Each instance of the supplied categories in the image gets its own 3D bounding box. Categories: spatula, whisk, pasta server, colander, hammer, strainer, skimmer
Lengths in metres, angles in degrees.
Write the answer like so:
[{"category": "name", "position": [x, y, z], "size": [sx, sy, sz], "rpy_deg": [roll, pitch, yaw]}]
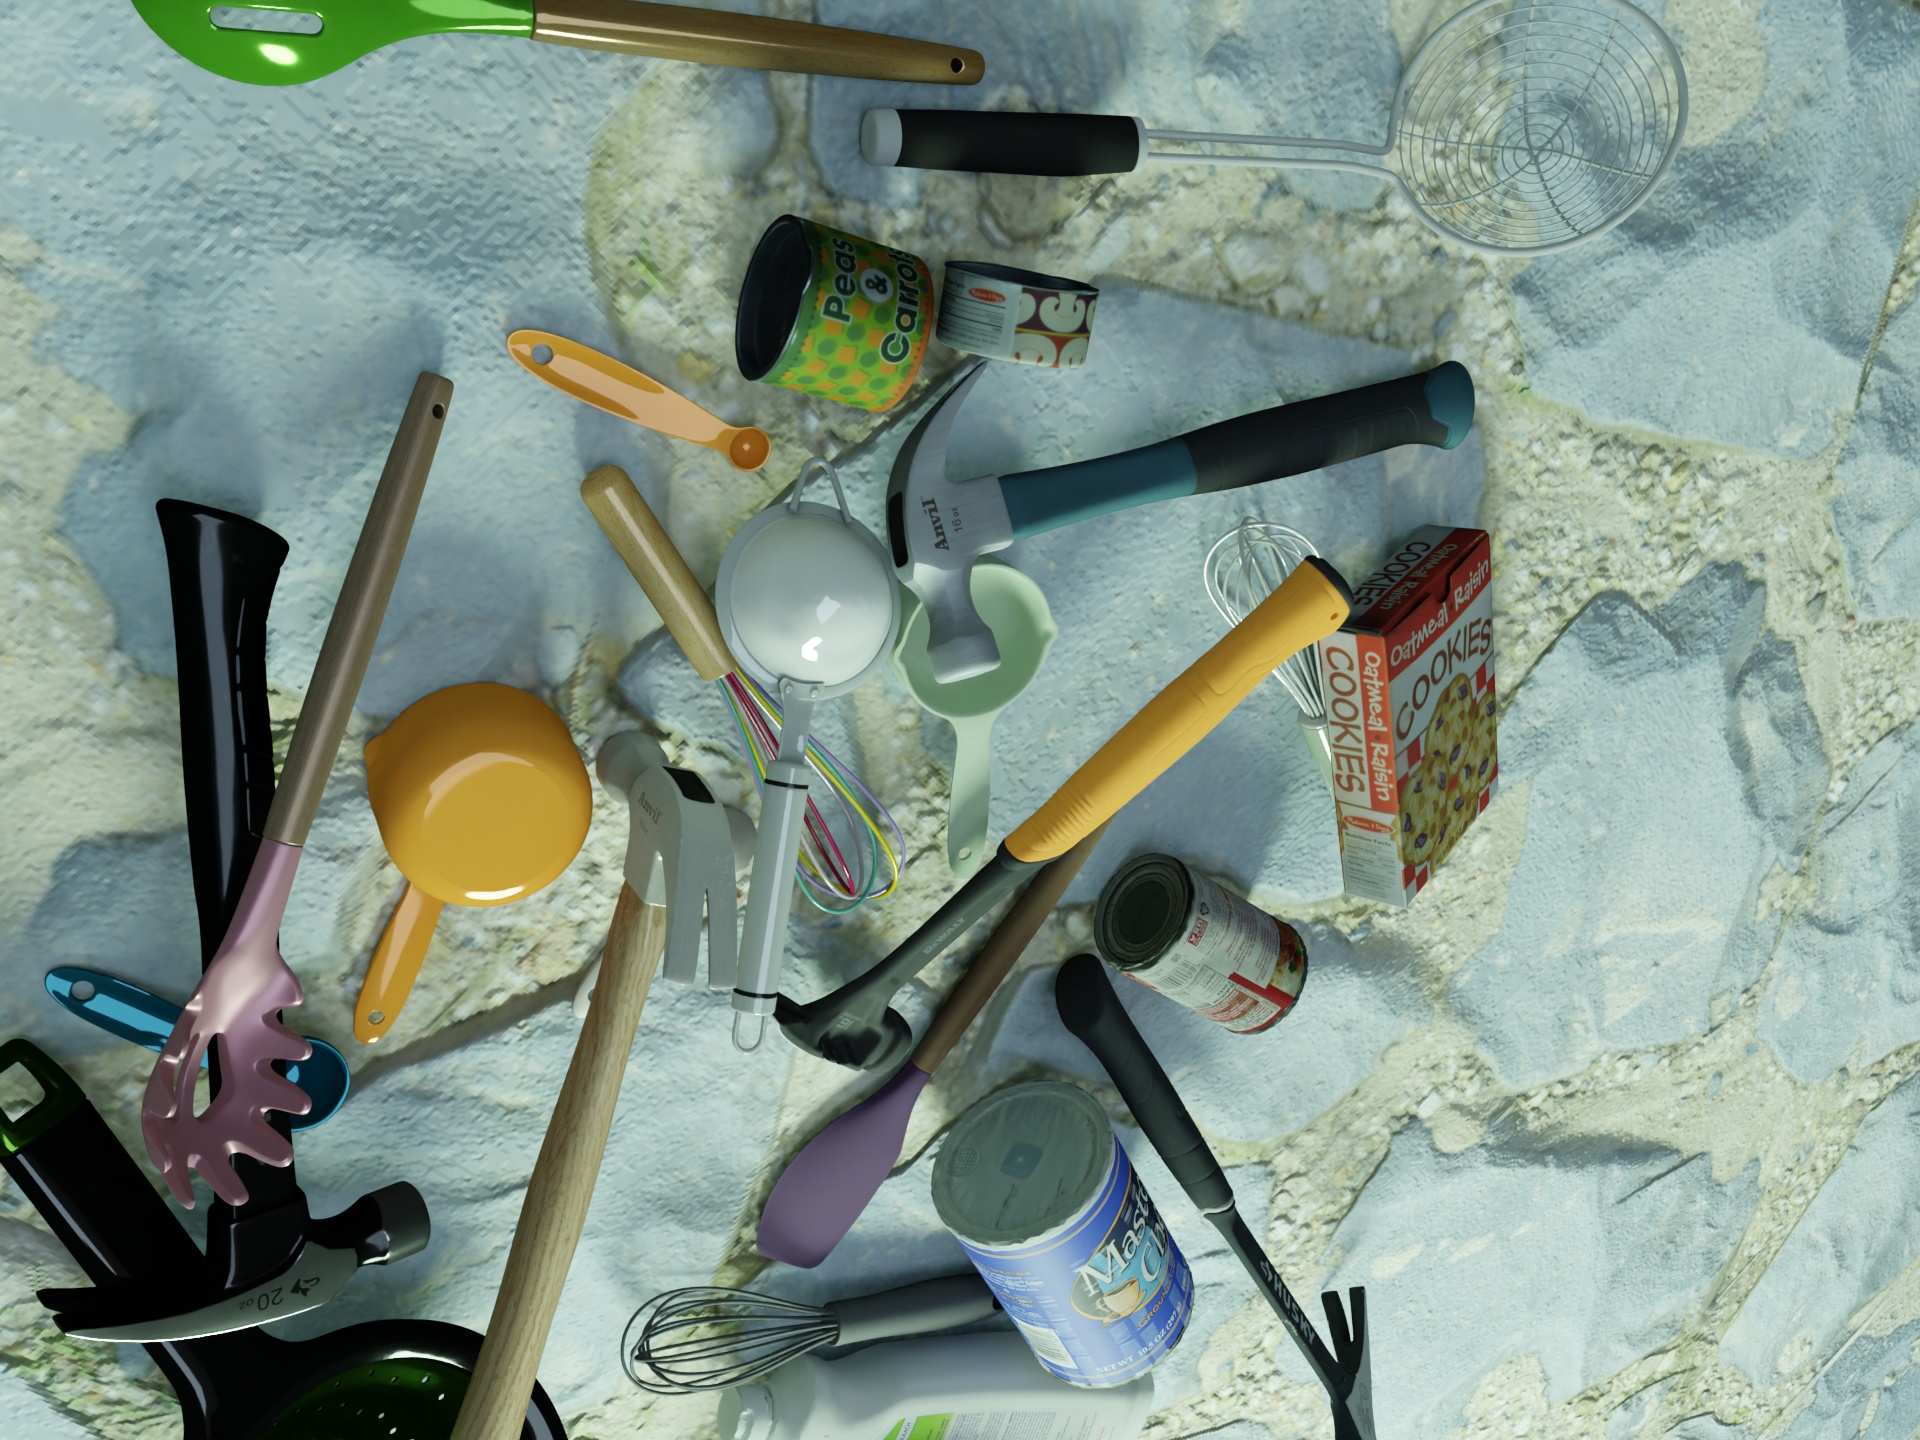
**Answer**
[{"category": "spatula", "position": [-0.008, 0.159, 0.833], "size": [0.059, 0.018, 0.316], "rpy_deg": [32, 96, -33]}, {"category": "whisk", "position": [0.188, -0.010, 0.846], "size": [0.059, 0.058, 0.246], "rpy_deg": [-16, 128, 19]}, {"category": "pasta server", "position": [-0.239, 0.021, 0.594], "size": [0.060, 0.040, 0.316], "rpy_deg": [24, 82, -60]}, {"category": "colander", "position": [-0.320, 0.309, 0.699], "size": [0.204, 0.094, 0.397], "rpy_deg": [-45, 112, -48]}, {"category": "whisk", "position": [-0.069, 0.323, 0.861], "size": [0.238, 0.055, 0.055], "rpy_deg": [4, 110, -34]}, {"category": "whisk", "position": [-0.097, -0.006, 0.703], "size": [0.051, 0.047, 0.244], "rpy_deg": [-41, 120, -20]}, {"category": "hammer", "position": [-0.285, 0.082, 0.616], "size": [0.146, 0.035, 0.334], "rpy_deg": [-11, 109, -44]}, {"category": "hammer", "position": [0.114, -0.120, 0.741], "size": [0.331, 0.033, 0.128], "rpy_deg": [-17, 90, -26]}, {"category": "hammer", "position": [-0.163, 0.178, 0.683], "size": [0.031, 0.130, 0.331], "rpy_deg": [11, 103, -33]}, {"category": "strainer", "position": [-0.070, 0.015, 0.675], "size": [0.086, 0.050, 0.258], "rpy_deg": [8, 91, -28]}, {"category": "skimmer", "position": [0.141, -0.260, 0.680], "size": [0.363, 0.090, 0.127], "rpy_deg": [-6, 82, -22]}, {"category": "hammer", "position": [0.160, 0.291, 0.934], "size": [0.036, 0.149, 0.408], "rpy_deg": [-20, 117, 24]}, {"category": "hammer", "position": [0.049, 0.041, 0.751], "size": [0.337, 0.034, 0.127], "rpy_deg": [-42, 149, 4]}]

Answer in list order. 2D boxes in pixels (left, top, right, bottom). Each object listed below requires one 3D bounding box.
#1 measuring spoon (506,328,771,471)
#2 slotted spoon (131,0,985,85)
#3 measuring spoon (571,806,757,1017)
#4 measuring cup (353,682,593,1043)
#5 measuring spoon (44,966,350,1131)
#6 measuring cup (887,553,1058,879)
[{"category": "measuring spoon", "position": [-0.130, -0.131, 0.649], "size": [0.116, 0.011, 0.021], "rpy_deg": [21, 102, -29]}, {"category": "slotted spoon", "position": [-0.131, -0.257, 0.581], "size": [0.313, 0.031, 0.070], "rpy_deg": [-5, 113, -27]}, {"category": "measuring spoon", "position": [-0.138, 0.093, 0.737], "size": [0.034, 0.018, 0.124], "rpy_deg": [39, 92, -34]}, {"category": "measuring cup", "position": [-0.215, 0.071, 0.666], "size": [0.095, 0.052, 0.173], "rpy_deg": [20, 100, -32]}, {"category": "measuring spoon", "position": [-0.319, 0.132, 0.667], "size": [0.128, 0.021, 0.042], "rpy_deg": [34, 85, -25]}, {"category": "measuring cup", "position": [-0.001, -0.002, 0.755], "size": [0.083, 0.038, 0.167], "rpy_deg": [-10, 121, -23]}]
